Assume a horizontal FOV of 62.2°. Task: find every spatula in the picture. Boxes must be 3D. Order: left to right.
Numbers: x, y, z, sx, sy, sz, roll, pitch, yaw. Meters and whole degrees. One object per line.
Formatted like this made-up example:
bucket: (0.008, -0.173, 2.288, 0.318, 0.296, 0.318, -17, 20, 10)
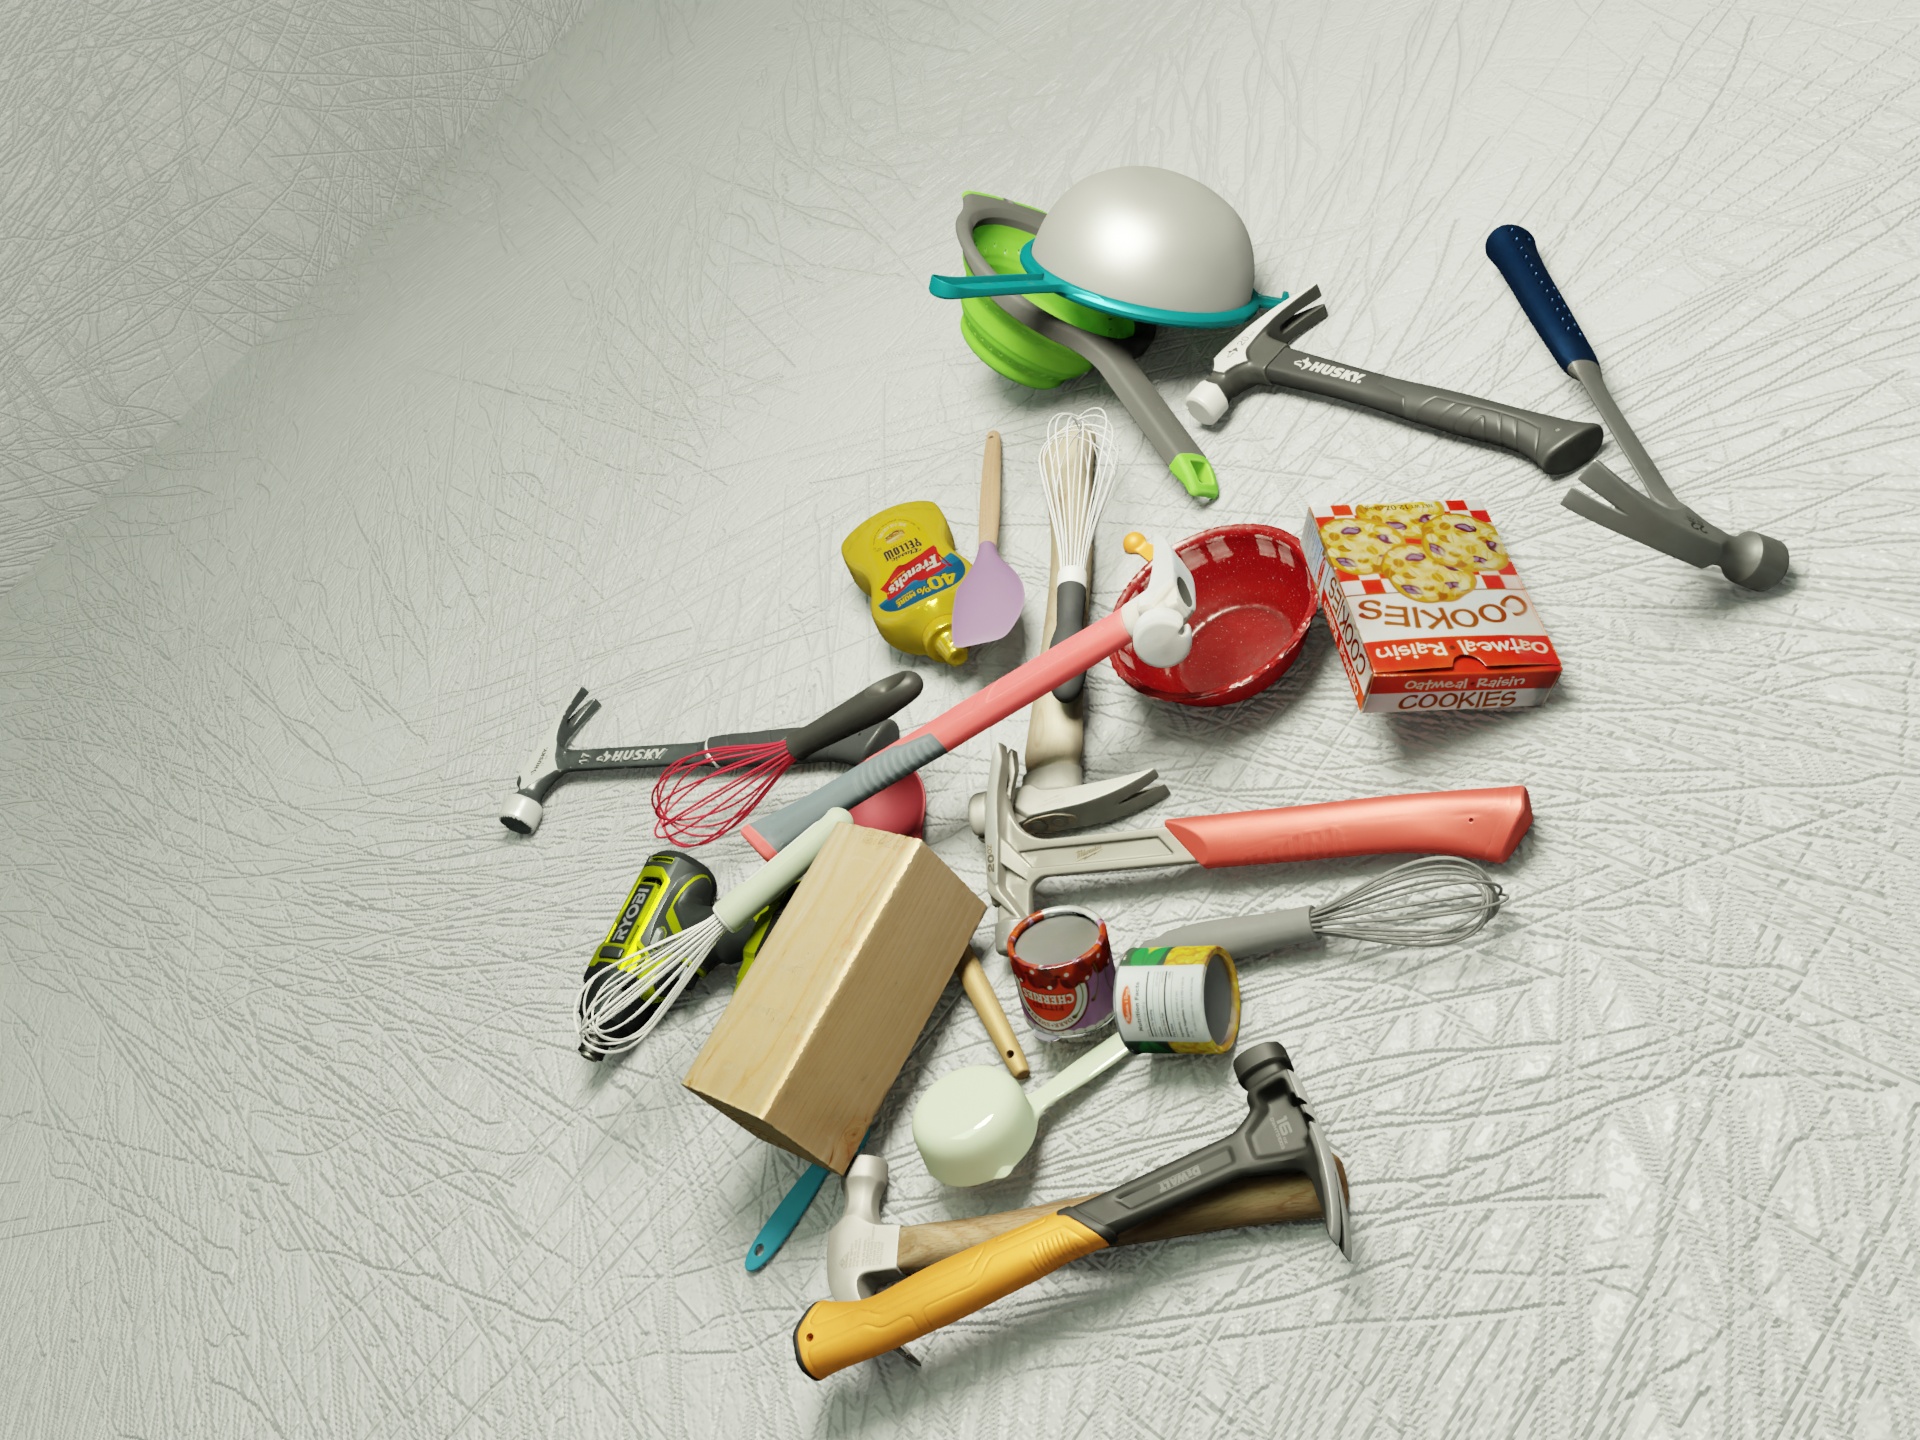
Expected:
spatula: (0.026, -0.161, 1.340, 0.060, 0.018, 0.316, -12, 38, 12)

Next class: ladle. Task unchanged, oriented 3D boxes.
ladle: (-0.015, 0.136, 1.147, 0.069, 0.031, 0.316, -37, 44, 6)

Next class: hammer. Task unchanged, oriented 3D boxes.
hammer: (-0.227, 0.025, 1.384, 0.409, 0.036, 0.149, -4, 52, 32)
hammer: (-0.002, -0.004, 1.145, 0.386, 0.038, 0.143, -31, 23, 23)
hammer: (0.053, 0.304, 0.903, 0.337, 0.034, 0.127, -28, 42, 12)
hammer: (0.066, 0.302, 0.945, 0.331, 0.031, 0.130, -16, 47, 23)
hammer: (0.093, -0.089, 1.255, 0.146, 0.038, 0.411, -14, 48, 24)
hammer: (0.182, 0.068, 1.036, 0.359, 0.036, 0.149, -9, 72, 26)
hammer: (0.337, -0.252, 1.219, 0.146, 0.035, 0.335, -47, 44, -12)
hammer: (0.431, -0.240, 1.101, 0.406, 0.144, 0.035, -92, 24, -48)

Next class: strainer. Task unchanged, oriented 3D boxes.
strainer: (0.114, -0.400, 1.309, 0.340, 0.095, 0.211, -16, 42, -39)

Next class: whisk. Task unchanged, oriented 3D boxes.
whisk: (-0.173, 0.145, 1.121, 0.246, 0.057, 0.059, -40, 73, -3)
whisk: (-0.142, 0.027, 1.245, 0.296, 0.073, 0.073, -27, 42, 32)
whisk: (0.089, -0.134, 1.233, 0.070, 0.070, 0.285, -13, 52, 26)
whisk: (0.216, 0.127, 0.979, 0.239, 0.055, 0.055, -16, 47, 30)

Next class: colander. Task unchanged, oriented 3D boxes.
colander: (0.100, -0.305, 1.389, 0.094, 0.204, 0.398, -55, 50, 36)

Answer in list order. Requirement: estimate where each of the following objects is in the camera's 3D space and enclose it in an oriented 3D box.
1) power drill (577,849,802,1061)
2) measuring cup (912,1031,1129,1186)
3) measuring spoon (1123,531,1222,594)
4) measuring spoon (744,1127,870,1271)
power drill: (-0.186, 0.186, 1.191, 0.223, 0.080, 0.171, -1, 54, 39)
measuring cup: (0.044, 0.225, 0.997, 0.167, 0.038, 0.083, -31, 27, -9)
measuring spoon: (0.165, -0.125, 1.251, 0.021, 0.011, 0.117, -45, 42, -6)
measuring spoon: (-0.108, 0.310, 1.066, 0.042, 0.021, 0.129, 20, 67, 44)
